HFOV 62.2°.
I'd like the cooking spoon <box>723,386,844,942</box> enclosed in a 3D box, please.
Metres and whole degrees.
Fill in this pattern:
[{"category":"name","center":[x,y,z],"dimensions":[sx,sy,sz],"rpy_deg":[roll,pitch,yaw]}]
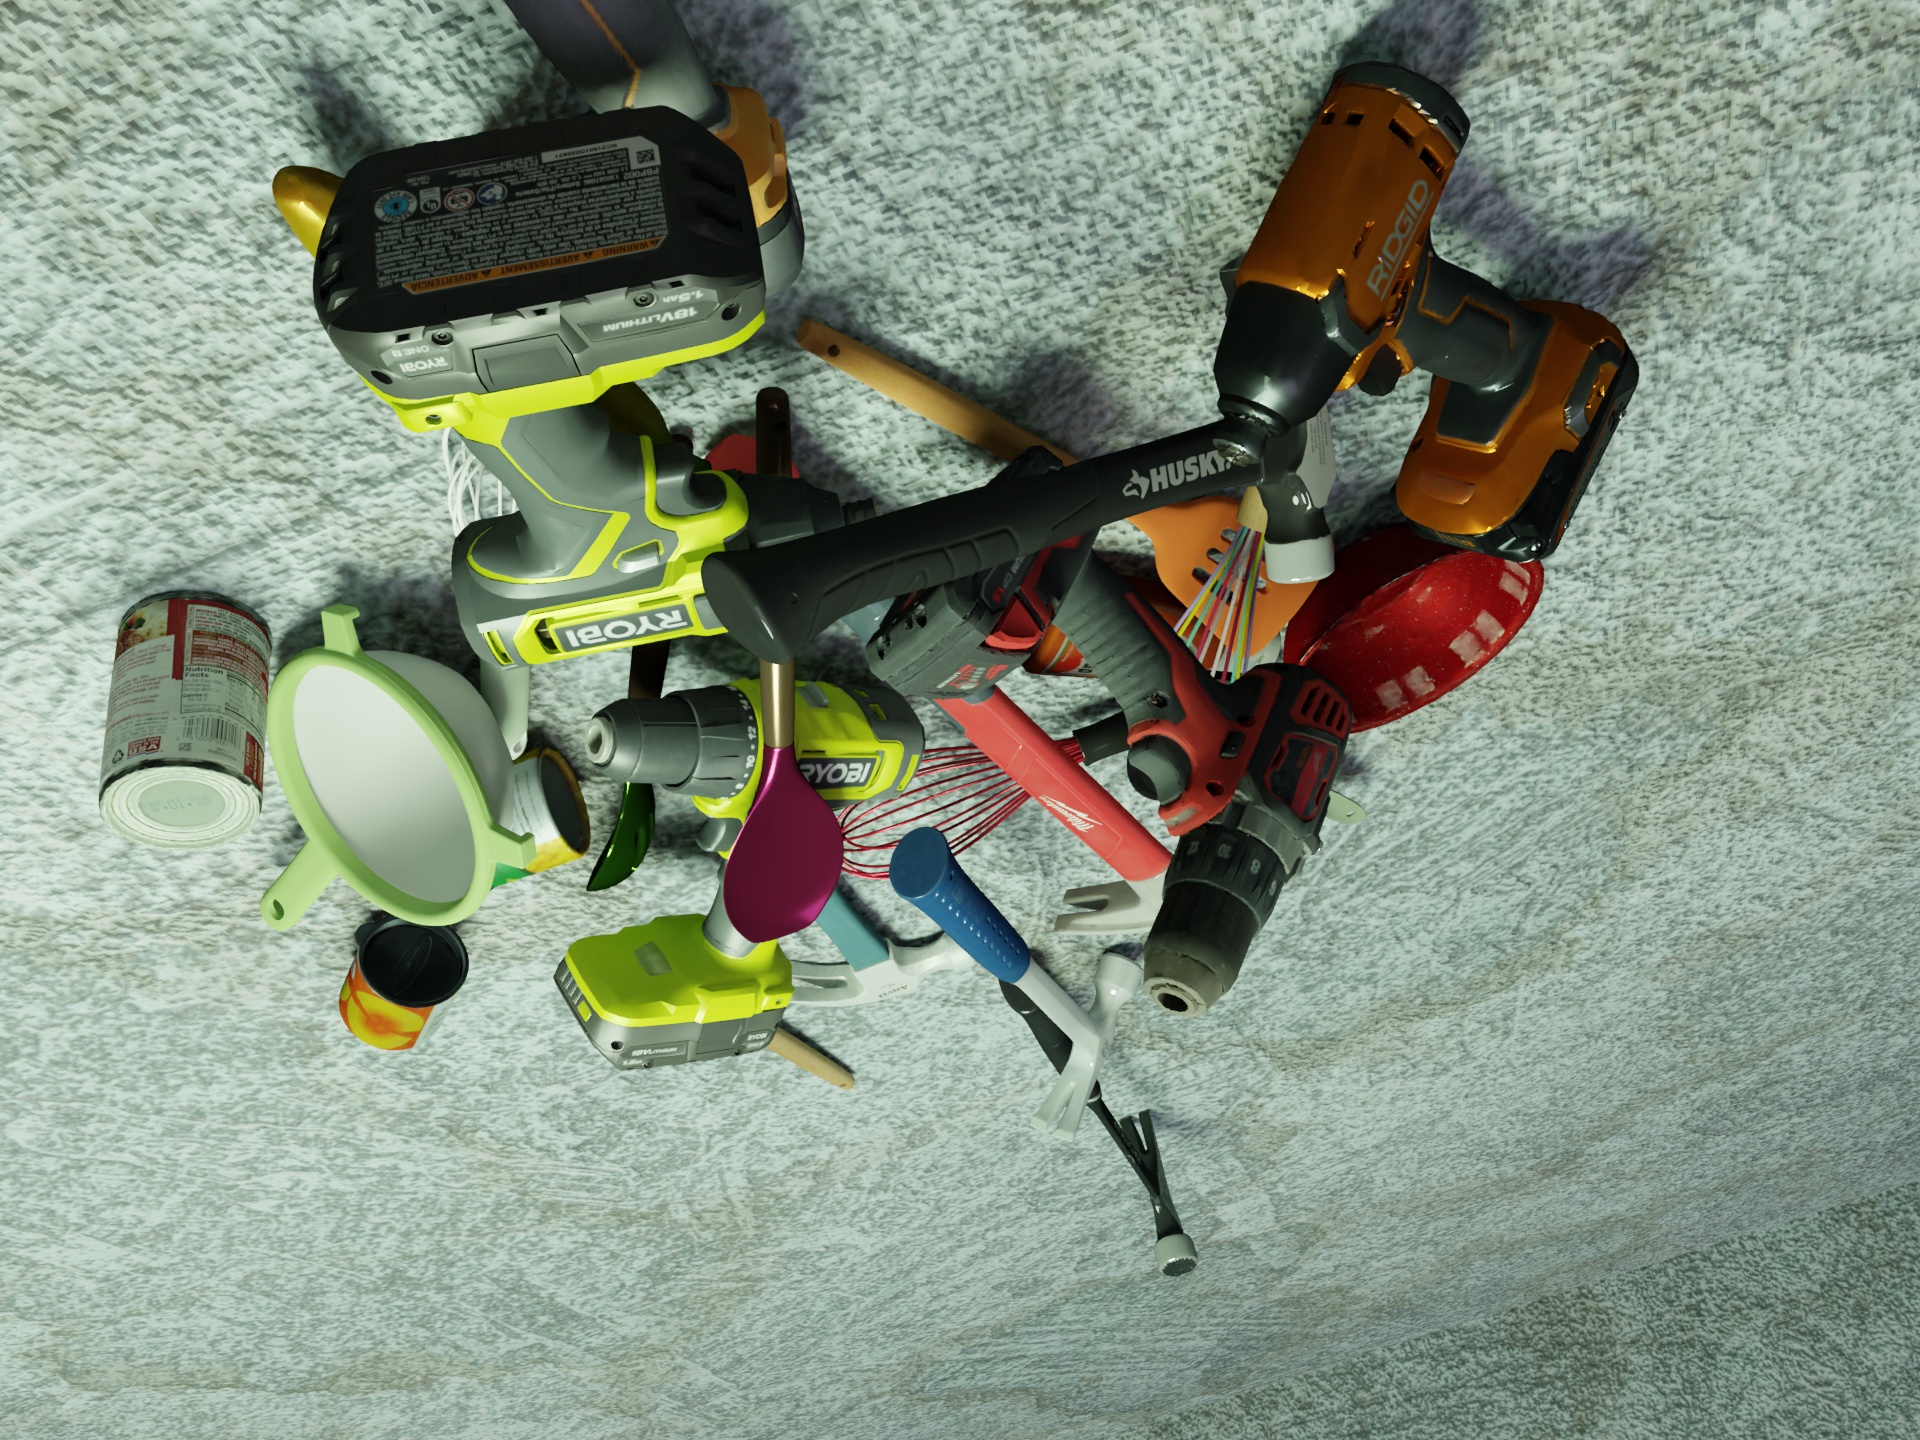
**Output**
[{"category":"cooking spoon","center":[-0.088,-0.012,0.767],"dimensions":[0.068,0.017,0.318],"rpy_deg":[-16,131,-25]}]

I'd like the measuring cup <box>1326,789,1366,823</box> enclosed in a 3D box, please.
[{"category":"measuring cup","center":[0.217,0.030,1.034],"dimensions":[0.083,0.038,0.167],"rpy_deg":[-36,141,25]}]

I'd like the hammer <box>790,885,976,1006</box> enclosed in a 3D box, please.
[{"category":"hammer","center":[-0.097,0.103,1.021],"dimensions":[0.128,0.033,0.330],"rpy_deg":[-22,143,7]}]

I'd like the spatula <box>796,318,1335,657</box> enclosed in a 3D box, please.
[{"category":"spatula","center":[0.056,-0.118,0.779],"dimensions":[0.322,0.041,0.081],"rpy_deg":[21,114,-37]}]

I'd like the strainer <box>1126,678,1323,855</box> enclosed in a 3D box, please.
[{"category":"strainer","center":[0.174,0.042,0.968],"dimensions":[0.087,0.050,0.258],"rpy_deg":[-45,141,9]}]

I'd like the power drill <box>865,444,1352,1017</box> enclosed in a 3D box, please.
[{"category":"power drill","center":[0.070,0.007,0.727],"dimensions":[0.226,0.188,0.080],"rpy_deg":[38,146,-13]}]

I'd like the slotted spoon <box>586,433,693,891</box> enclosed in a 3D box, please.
[{"category":"slotted spoon","center":[-0.164,-0.017,0.828],"dimensions":[0.031,0.070,0.313],"rpy_deg":[17,132,-2]}]

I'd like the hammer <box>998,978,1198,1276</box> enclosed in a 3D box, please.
[{"category":"hammer","center":[0.113,0.312,1.316],"dimensions":[0.036,0.149,0.408],"rpy_deg":[-22,134,8]}]

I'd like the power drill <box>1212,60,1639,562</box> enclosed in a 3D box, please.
[{"category":"power drill","center":[0.199,-0.153,0.701],"dimensions":[0.226,0.084,0.164],"rpy_deg":[26,90,-42]}]

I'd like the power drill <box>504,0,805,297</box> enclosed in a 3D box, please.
[{"category":"power drill","center":[-0.161,-0.233,0.524],"dimensions":[0.185,0.084,0.226],"rpy_deg":[-15,140,3]}]

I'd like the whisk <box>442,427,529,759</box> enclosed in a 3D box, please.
[{"category":"whisk","center":[-0.221,-0.055,0.766],"dimensions":[0.059,0.058,0.246],"rpy_deg":[26,141,4]}]

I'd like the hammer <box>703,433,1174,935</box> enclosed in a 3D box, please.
[{"category":"hammer","center":[-0.001,-0.003,0.832],"dimensions":[0.143,0.038,0.386],"rpy_deg":[-16,132,42]}]

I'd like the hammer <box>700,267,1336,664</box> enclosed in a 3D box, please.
[{"category":"hammer","center":[0.040,-0.094,0.648],"dimensions":[0.334,0.035,0.146],"rpy_deg":[-22,110,-37]}]

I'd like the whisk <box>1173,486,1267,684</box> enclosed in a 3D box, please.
[{"category":"whisk","center":[0.146,-0.078,0.805],"dimensions":[0.051,0.047,0.244],"rpy_deg":[5,118,-24]}]

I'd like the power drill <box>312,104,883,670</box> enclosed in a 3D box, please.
[{"category":"power drill","center":[-0.119,-0.103,0.575],"dimensions":[0.171,0.080,0.223],"rpy_deg":[-11,153,-3]}]

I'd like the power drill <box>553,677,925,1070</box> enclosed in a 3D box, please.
[{"category":"power drill","center":[-0.138,0.078,0.866],"dimensions":[0.190,0.080,0.228],"rpy_deg":[1,123,-42]}]

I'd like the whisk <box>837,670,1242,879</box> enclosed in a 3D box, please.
[{"category":"whisk","center":[0.053,0.025,0.952],"dimensions":[0.296,0.073,0.073],"rpy_deg":[-21,143,-1]}]

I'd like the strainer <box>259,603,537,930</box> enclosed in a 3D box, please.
[{"category":"strainer","center":[-0.300,0.045,0.831],"dimensions":[0.256,0.151,0.069],"rpy_deg":[-36,-178,43]}]

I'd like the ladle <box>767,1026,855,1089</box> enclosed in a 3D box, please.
[{"category":"ladle","center":[-0.150,0.231,1.151],"dimensions":[0.078,0.062,0.319],"rpy_deg":[-24,145,12]}]

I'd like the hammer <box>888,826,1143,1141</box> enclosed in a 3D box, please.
[{"category":"hammer","center":[0.039,0.168,1.036],"dimensions":[0.035,0.144,0.405],"rpy_deg":[15,161,26]}]
